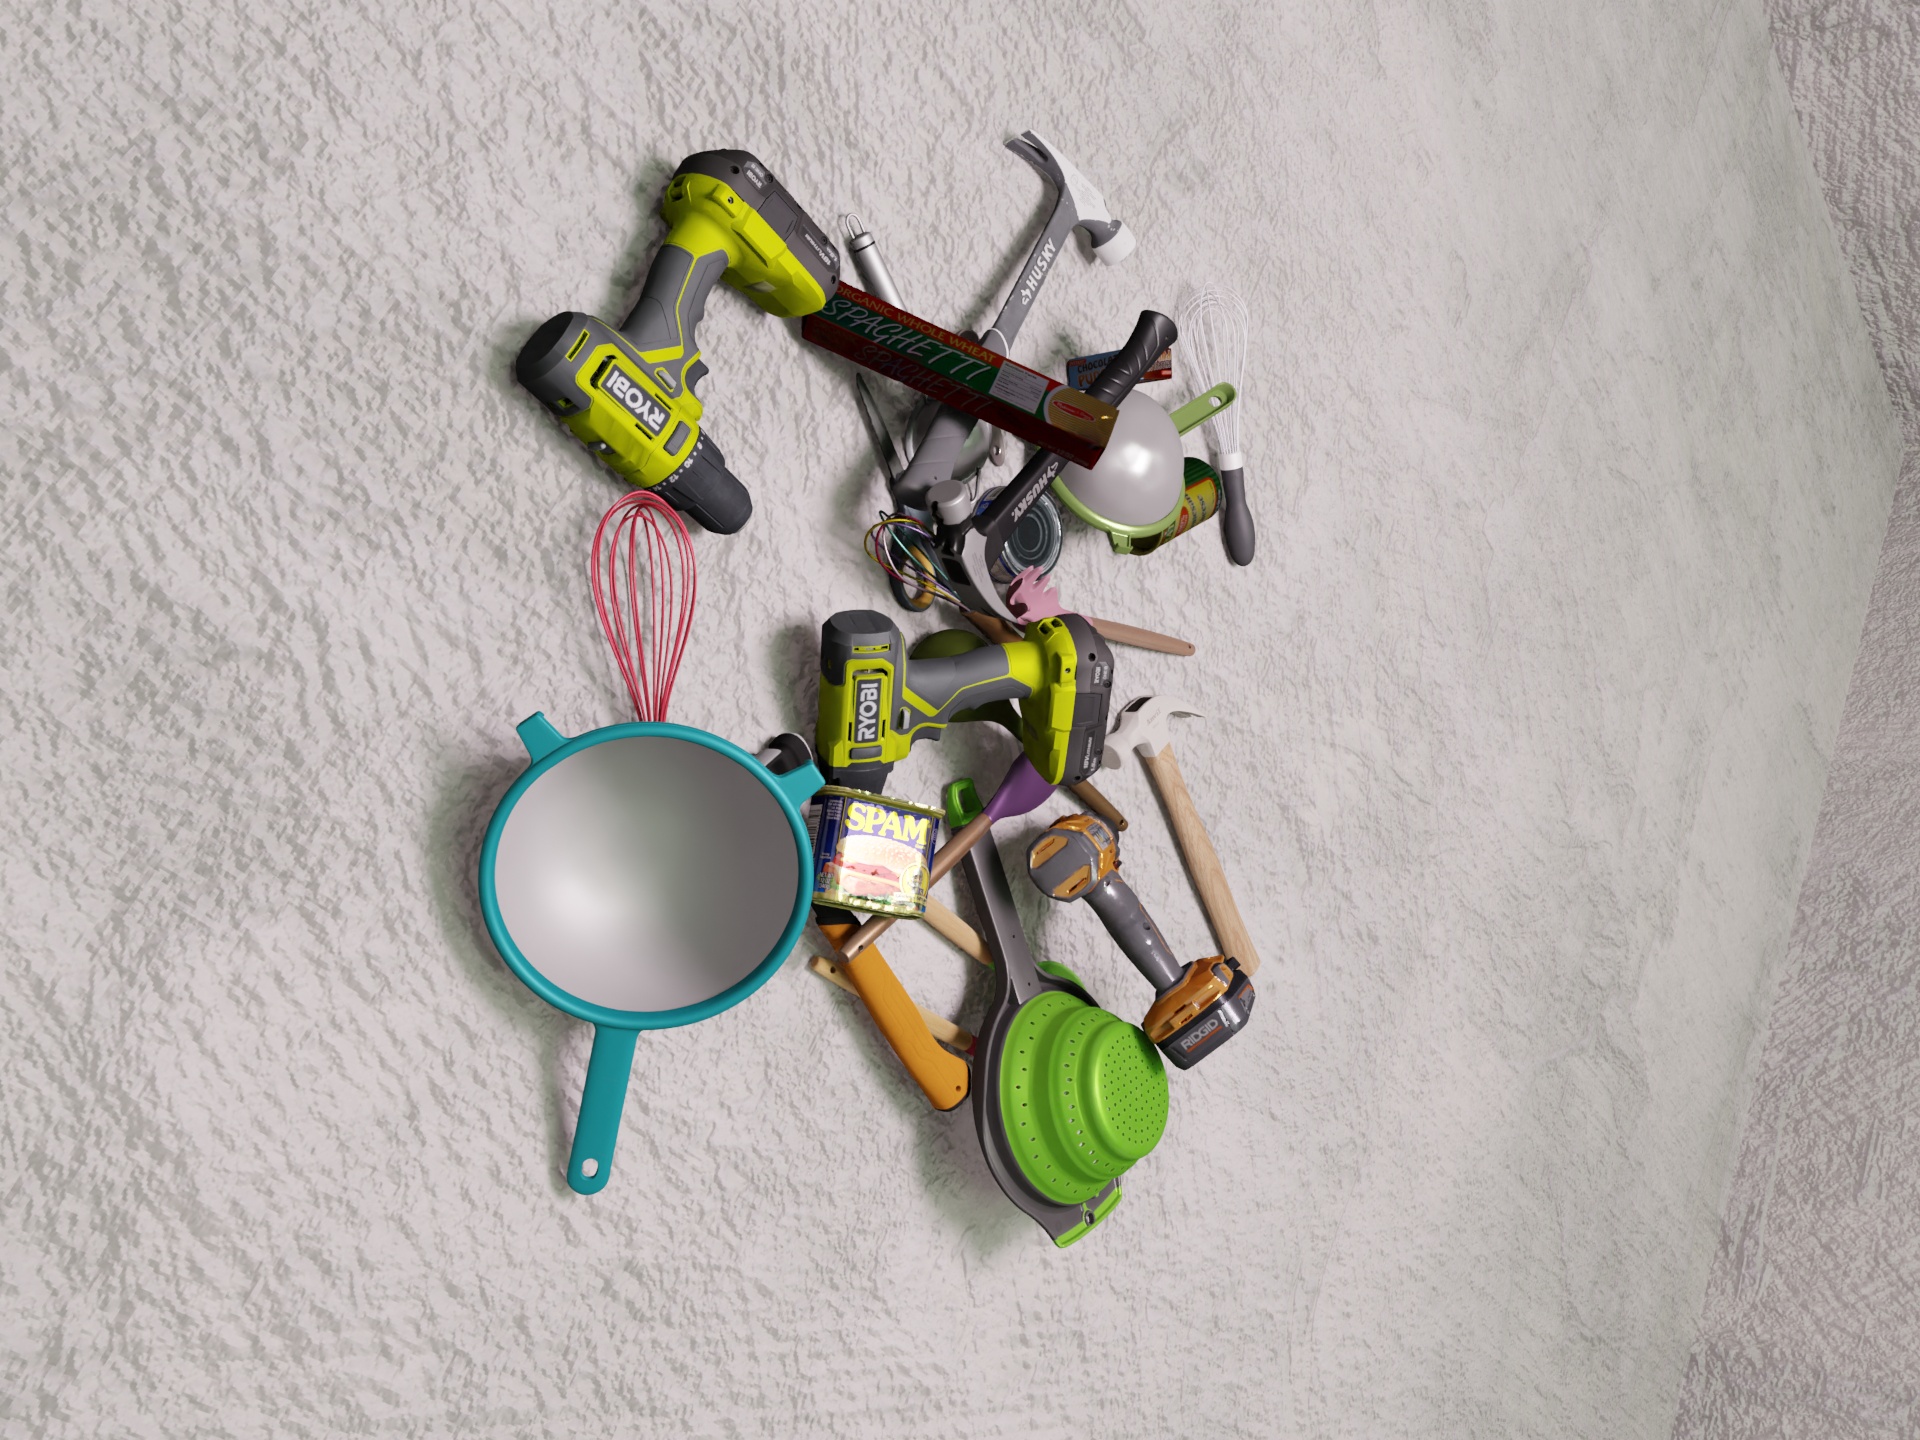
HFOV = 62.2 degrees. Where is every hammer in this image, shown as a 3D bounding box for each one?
[{"bbox_3d":[0.034,-0.325,1.309,0.149,0.036,0.409,44,53,-28],"label":"hammer"},{"bbox_3d":[-0.087,0.178,1.224,0.127,0.034,0.336,-47,118,-36],"label":"hammer"},{"bbox_3d":[0.232,0.119,1.567,0.130,0.031,0.331,-44,121,-35],"label":"hammer"},{"bbox_3d":[0.087,-0.224,1.298,0.335,0.035,0.146,-52,142,-29],"label":"hammer"}]

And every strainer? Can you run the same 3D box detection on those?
[{"bbox_3d":[-0.221,0.150,1.071,0.211,0.095,0.340,11,106,-13],"label":"strainer"},{"bbox_3d":[0.182,-0.265,1.429,0.256,0.069,0.151,-35,83,-35],"label":"strainer"},{"bbox_3d":[-0.033,-0.288,1.286,0.087,0.050,0.258,-37,113,-22],"label":"strainer"}]

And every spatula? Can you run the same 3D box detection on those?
[{"bbox_3d":[0.005,0.097,1.287,0.316,0.018,0.059,-41,127,-39],"label":"spatula"}]

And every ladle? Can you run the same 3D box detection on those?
[{"bbox_3d":[0.061,0.021,1.393,0.319,0.062,0.078,42,75,-45],"label":"ladle"},{"bbox_3d":[-0.012,0.259,1.330,0.315,0.031,0.069,35,68,-38],"label":"ladle"}]

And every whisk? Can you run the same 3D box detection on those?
[{"bbox_3d":[0.263,-0.289,1.574,0.070,0.070,0.284,-27,114,-41],"label":"whisk"},{"bbox_3d":[-0.006,-0.104,1.297,0.047,0.051,0.244,-47,143,3],"label":"whisk"},{"bbox_3d":[-0.213,-0.010,1.101,0.073,0.073,0.295,-12,106,-44],"label":"whisk"}]

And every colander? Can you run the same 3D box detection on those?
[{"bbox_3d":[0.083,0.233,1.323,0.204,0.094,0.397,-19,91,-52],"label":"colander"}]

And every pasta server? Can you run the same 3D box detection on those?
[{"bbox_3d":[0.135,-0.085,1.440,0.316,0.040,0.060,8,68,-51],"label":"pasta server"}]

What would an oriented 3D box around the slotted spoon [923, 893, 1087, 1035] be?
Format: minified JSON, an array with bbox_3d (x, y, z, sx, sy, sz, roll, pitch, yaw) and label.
[{"bbox_3d":[0.010,0.186,1.349,0.313,0.031,0.070,42,56,-35],"label":"slotted spoon"}]

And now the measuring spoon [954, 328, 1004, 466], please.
[{"bbox_3d":[0.014,-0.273,1.353,0.034,0.018,0.124,-41,126,-36],"label":"measuring spoon"}]

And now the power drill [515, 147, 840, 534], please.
[{"bbox_3d":[-0.180,-0.262,1.113,0.190,0.080,0.229,42,65,-36],"label":"power drill"}]

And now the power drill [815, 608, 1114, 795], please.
[{"bbox_3d":[-0.002,-0.004,1.241,0.223,0.080,0.171,-5,118,-19],"label":"power drill"}]

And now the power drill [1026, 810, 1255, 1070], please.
[{"bbox_3d":[0.154,0.173,1.370,0.226,0.084,0.185,51,14,6],"label":"power drill"}]
